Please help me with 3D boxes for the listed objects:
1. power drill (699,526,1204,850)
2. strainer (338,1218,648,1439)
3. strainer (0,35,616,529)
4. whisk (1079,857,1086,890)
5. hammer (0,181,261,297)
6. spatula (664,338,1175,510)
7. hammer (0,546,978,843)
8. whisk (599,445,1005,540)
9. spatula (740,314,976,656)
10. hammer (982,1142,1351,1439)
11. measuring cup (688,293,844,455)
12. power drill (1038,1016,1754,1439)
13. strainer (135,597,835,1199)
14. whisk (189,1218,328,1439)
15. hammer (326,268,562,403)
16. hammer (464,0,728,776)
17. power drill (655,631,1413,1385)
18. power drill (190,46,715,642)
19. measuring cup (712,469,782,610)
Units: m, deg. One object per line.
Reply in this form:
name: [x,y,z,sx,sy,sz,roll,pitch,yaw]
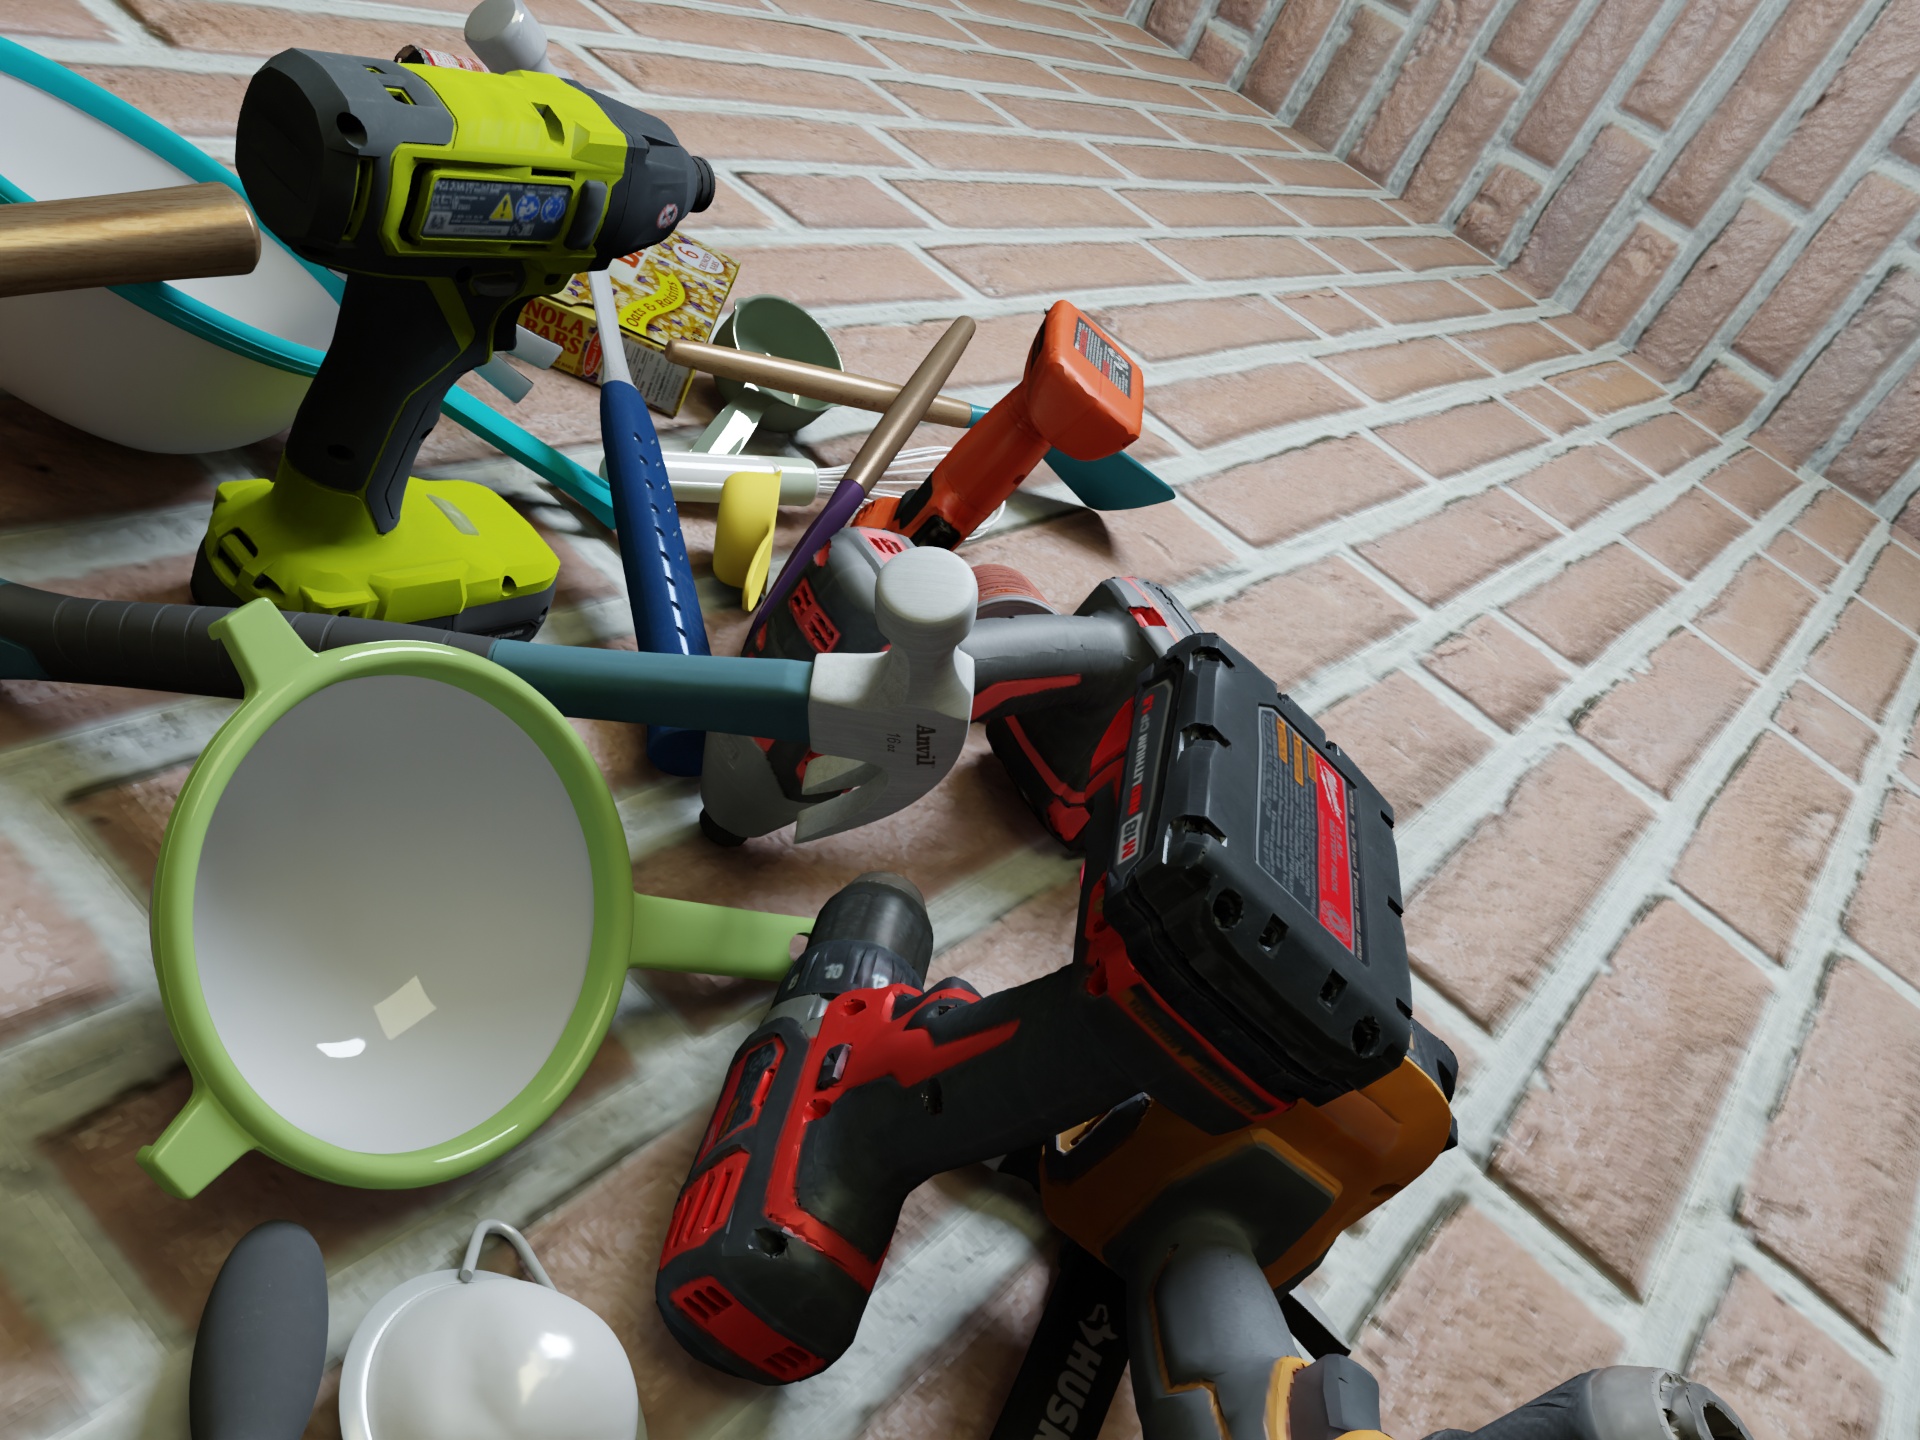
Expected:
power drill: [-0.001,-0.002,0.649,0.219,0.143,0.079,3,45,-46]
strainer: [-0.103,0.216,0.349,0.086,0.050,0.259,29,32,-30]
strainer: [-0.299,-0.145,0.666,0.340,0.095,0.211,33,15,-37]
whisk: [0.128,0.052,0.746,0.073,0.073,0.296,38,27,14]
hammer: [-0.359,-0.119,0.431,0.331,0.031,0.130,-24,60,-41]
spatula: [-0.019,-0.168,0.906,0.317,0.044,0.082,6,-3,-33]
hammer: [-0.161,-0.016,0.508,0.331,0.128,0.033,5,55,2]
whisk: [-0.074,-0.125,0.839,0.246,0.059,0.058,-3,73,-36]
spatula: [-0.046,-0.126,0.799,0.018,0.059,0.316,27,45,-1]
hammer: [0.010,0.231,0.419,0.146,0.035,0.335,33,32,6]
measuring cup: [-0.122,-0.170,0.877,0.083,0.038,0.168,42,47,-18]
power drill: [0.088,0.148,0.391,0.084,0.185,0.226,38,27,-13]
strainer: [-0.142,0.065,0.501,0.256,0.069,0.151,18,69,-53]
whisk: [-0.149,0.215,0.303,0.070,0.070,0.285,14,30,-24]
hammer: [-0.289,-0.265,0.819,0.127,0.034,0.337,35,12,-36]
hammer: [-0.154,-0.154,0.733,0.144,0.035,0.406,47,23,-58]
power drill: [0.013,0.073,0.466,0.080,0.226,0.188,42,31,-16]
power drill: [-0.184,-0.124,0.581,0.080,0.223,0.171,44,35,21]
measuring cup: [-0.100,-0.076,0.711,0.029,0.062,0.157,8,17,-5]
